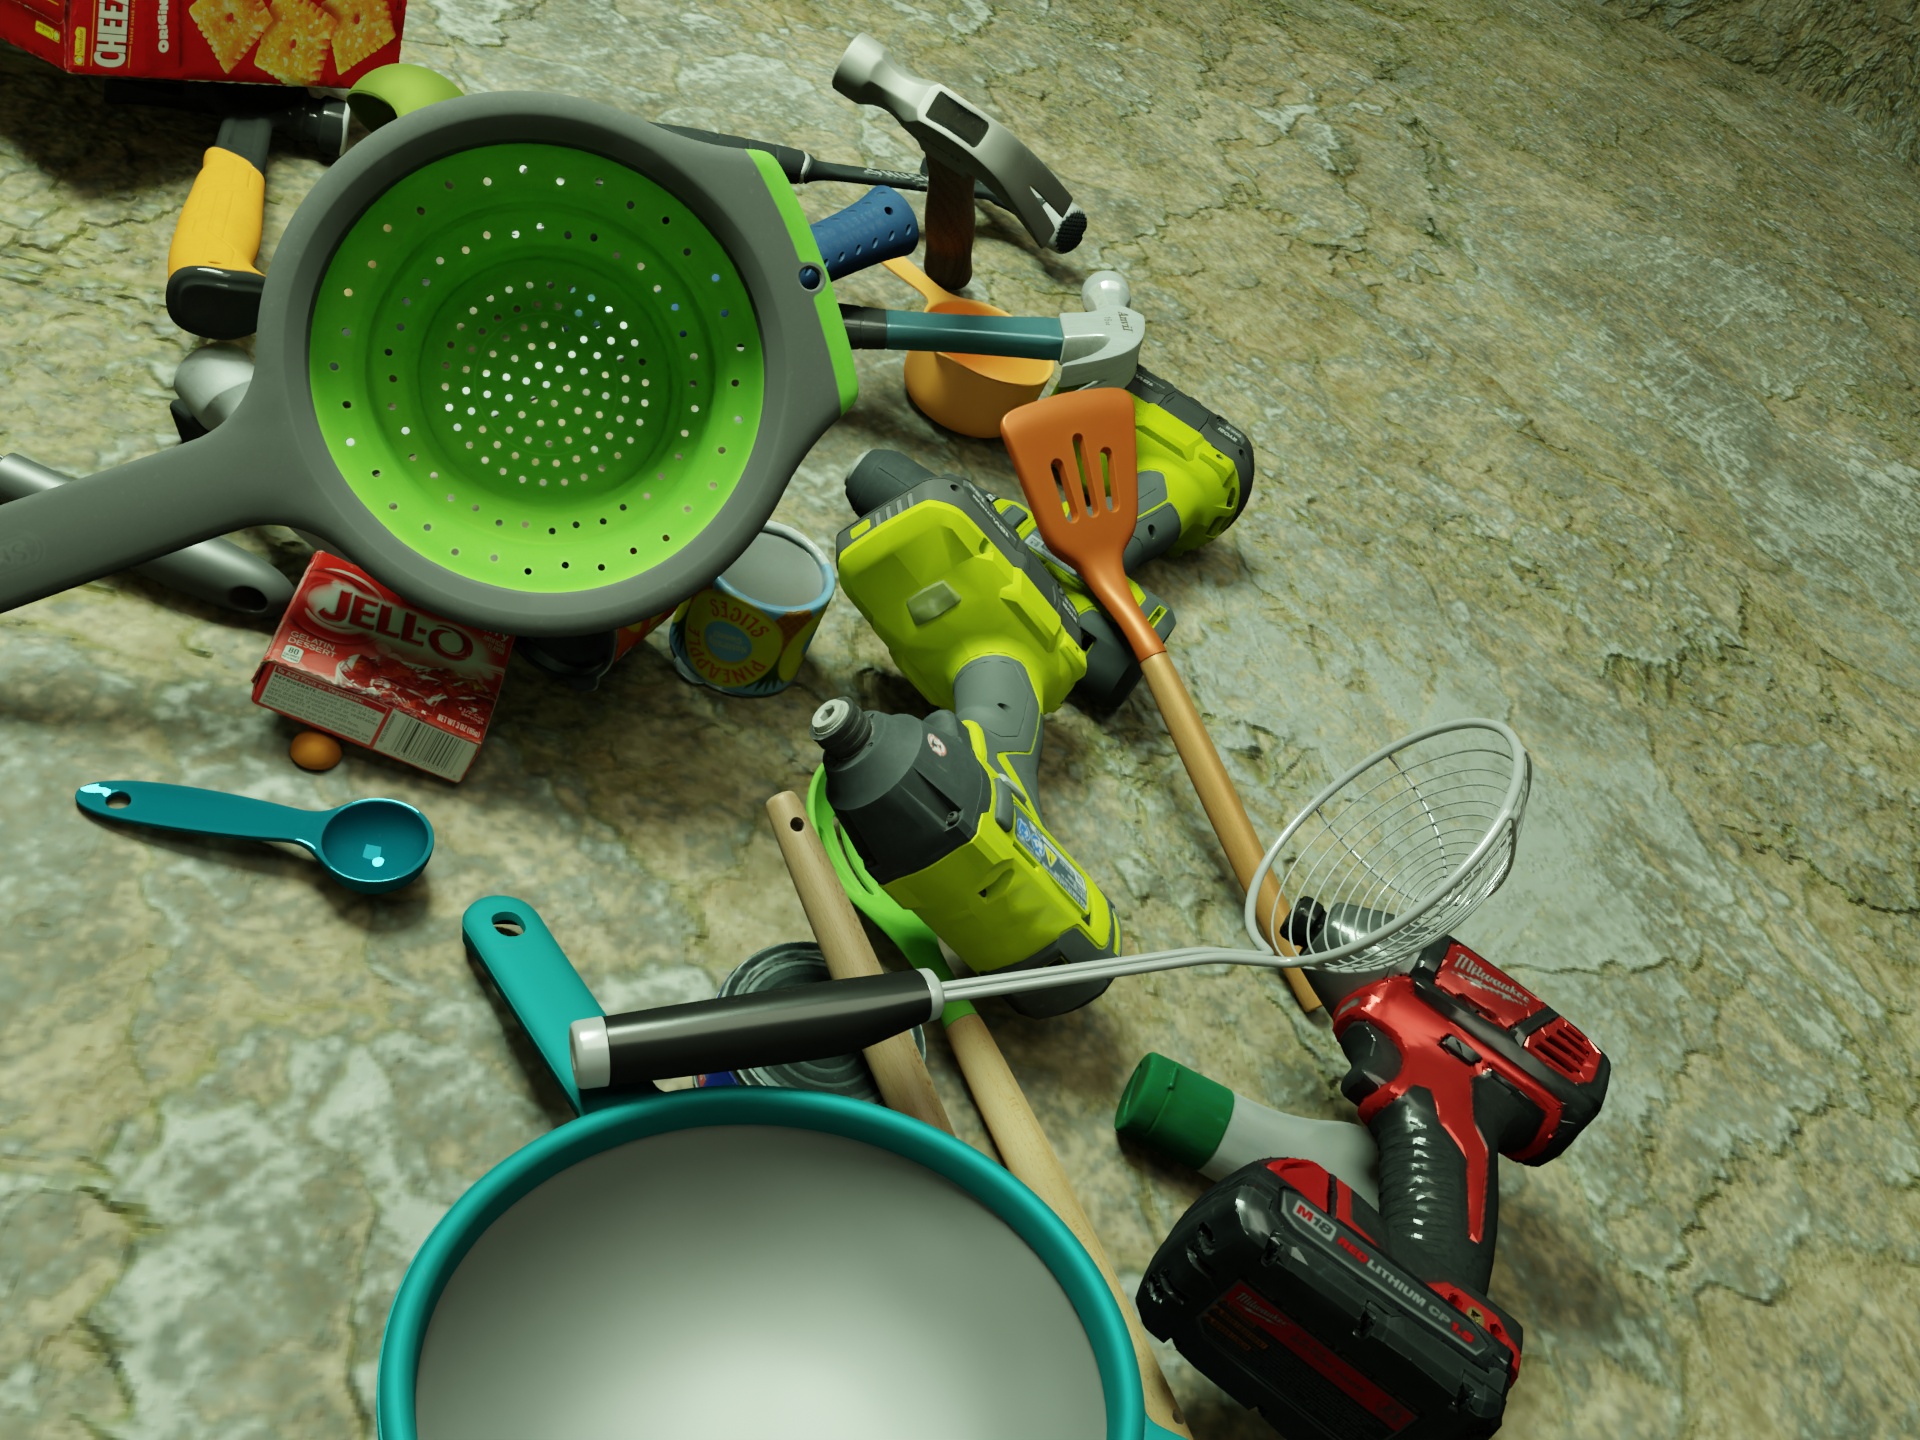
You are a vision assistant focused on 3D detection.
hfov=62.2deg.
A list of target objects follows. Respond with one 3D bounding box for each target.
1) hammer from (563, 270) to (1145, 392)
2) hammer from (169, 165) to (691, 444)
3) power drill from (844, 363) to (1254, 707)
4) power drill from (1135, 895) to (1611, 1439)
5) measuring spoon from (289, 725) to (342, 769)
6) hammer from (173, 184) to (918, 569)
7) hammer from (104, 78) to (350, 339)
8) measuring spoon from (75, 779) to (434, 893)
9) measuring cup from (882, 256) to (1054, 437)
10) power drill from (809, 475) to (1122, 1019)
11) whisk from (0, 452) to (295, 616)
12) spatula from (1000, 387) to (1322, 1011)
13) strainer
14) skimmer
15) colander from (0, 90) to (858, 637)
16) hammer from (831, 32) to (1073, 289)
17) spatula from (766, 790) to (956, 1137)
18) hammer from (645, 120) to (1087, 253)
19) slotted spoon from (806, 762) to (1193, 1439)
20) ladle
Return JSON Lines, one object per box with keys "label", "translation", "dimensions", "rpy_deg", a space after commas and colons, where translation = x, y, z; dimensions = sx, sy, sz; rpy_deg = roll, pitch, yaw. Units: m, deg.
{"label": "hammer", "translation": [-0.057, -0.225, 0.912], "dimensions": [0.331, 0.033, 0.128], "rpy_deg": [1, 41, -7]}
{"label": "hammer", "translation": [-0.268, -0.214, 0.820], "dimensions": [0.146, 0.035, 0.335], "rpy_deg": [15, 41, 19]}
{"label": "power drill", "translation": [0.058, -0.124, 0.906], "dimensions": [0.190, 0.080, 0.228], "rpy_deg": [35, 43, 7]}
{"label": "power drill", "translation": [0.159, 0.159, 0.605], "dimensions": [0.143, 0.078, 0.220], "rpy_deg": [36, 41, 8]}
{"label": "measuring spoon", "translation": [-0.257, -0.024, 0.670], "dimensions": [0.021, 0.011, 0.117], "rpy_deg": [16, 42, -15]}
{"label": "hammer", "translation": [-0.162, -0.187, 0.793], "dimensions": [0.144, 0.035, 0.405], "rpy_deg": [50, 52, 4]}
{"label": "hammer", "translation": [-0.367, -0.265, 0.783], "dimensions": [0.127, 0.034, 0.337], "rpy_deg": [6, 32, -25]}
{"label": "measuring spoon", "translation": [-0.264, 0.044, 0.598], "dimensions": [0.128, 0.021, 0.042], "rpy_deg": [10, 42, -7]}
{"label": "measuring cup", "translation": [-0.020, -0.244, 1.004], "dimensions": [0.174, 0.052, 0.095], "rpy_deg": [45, 43, 20]}
{"label": "power drill", "translation": [-0.001, -0.002, 0.693], "dimensions": [0.171, 0.080, 0.223], "rpy_deg": [48, 24, -32]}
{"label": "whisk", "translation": [-0.389, -0.095, 0.647], "dimensions": [0.239, 0.055, 0.055], "rpy_deg": [24, 40, -13]}
{"label": "spatula", "translation": [0.108, -0.012, 0.776], "dimensions": [0.081, 0.041, 0.323], "rpy_deg": [-17, 76, -27]}
{"label": "strainer", "translation": [-0.094, 0.181, 0.507], "dimensions": [0.211, 0.095, 0.341], "rpy_deg": [-9, 32, -34]}
{"label": "skimmer", "translation": [0.042, 0.060, 0.572], "dimensions": [0.363, 0.127, 0.090], "rpy_deg": [-6, 92, -20]}
{"label": "colander", "translation": [-0.243, -0.109, 0.632], "dimensions": [0.397, 0.204, 0.094], "rpy_deg": [-22, 13, -10]}
{"label": "hammer", "translation": [-0.004, -0.302, 0.941], "dimensions": [0.130, 0.031, 0.331], "rpy_deg": [33, 3, -2]}
{"label": "spatula", "translation": [0.002, 0.164, 0.563], "dimensions": [0.082, 0.044, 0.318], "rpy_deg": [-19, 76, -27]}
{"label": "hammer", "translation": [-0.094, -0.367, 1.050], "dimensions": [0.409, 0.036, 0.149], "rpy_deg": [-12, 43, -46]}
{"label": "slotted spoon", "translation": [0.010, 0.144, 0.637], "dimensions": [0.070, 0.031, 0.314], "rpy_deg": [8, 44, -48]}
{"label": "ladle", "translation": [-0.294, -0.265, 0.812], "dimensions": [0.078, 0.062, 0.320], "rpy_deg": [27, 29, -27]}
